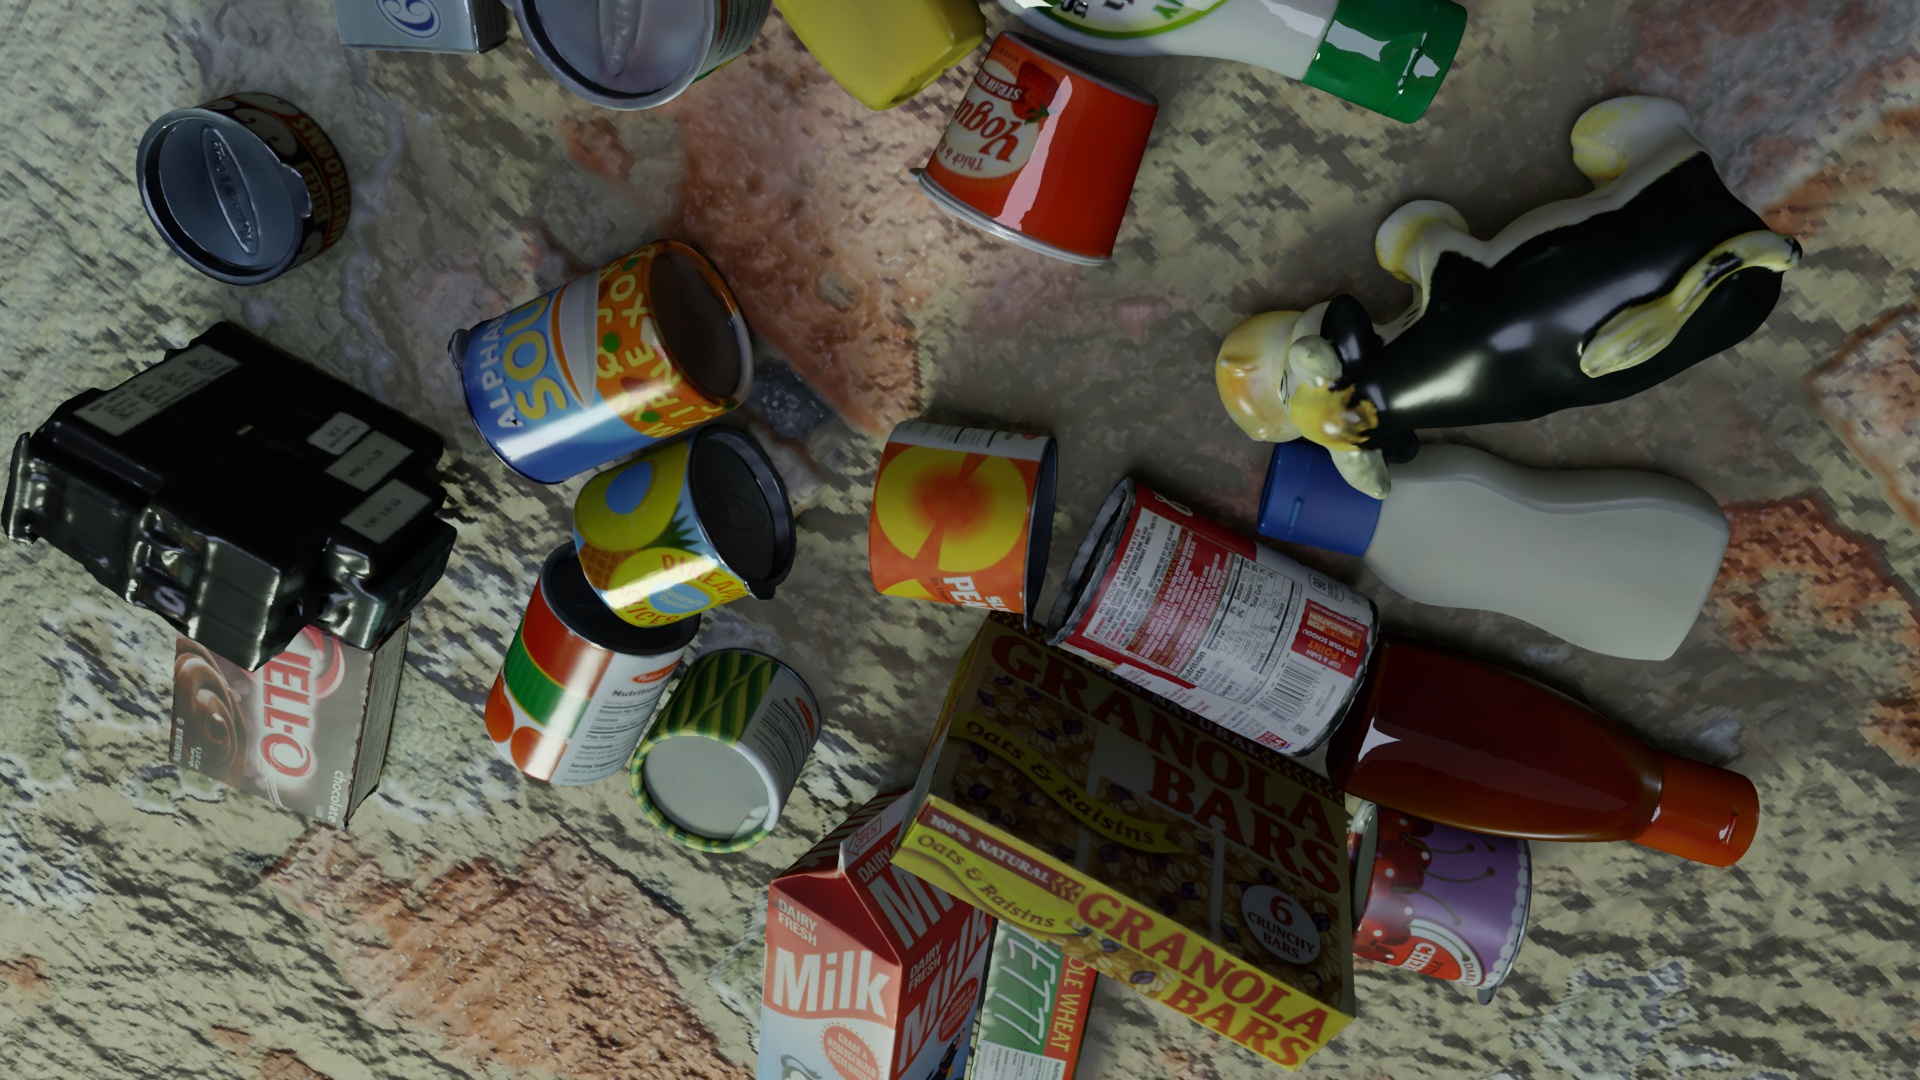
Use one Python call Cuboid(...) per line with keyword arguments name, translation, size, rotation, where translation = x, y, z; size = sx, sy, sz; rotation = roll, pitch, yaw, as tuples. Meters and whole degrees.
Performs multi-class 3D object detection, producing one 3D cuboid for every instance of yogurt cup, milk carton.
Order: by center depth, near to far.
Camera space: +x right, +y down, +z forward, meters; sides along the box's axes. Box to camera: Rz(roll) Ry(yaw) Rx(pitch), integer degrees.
Cuboid(name="yogurt cup", translation=(0.027, -0.126, 0.442), size=(0.072, 0.073, 0.053), rotation=(24, 113, -1))
Cuboid(name="milk carton", translation=(-0.037, 0.186, 0.611), size=(0.073, 0.073, 0.189), rotation=(25, 124, 26))

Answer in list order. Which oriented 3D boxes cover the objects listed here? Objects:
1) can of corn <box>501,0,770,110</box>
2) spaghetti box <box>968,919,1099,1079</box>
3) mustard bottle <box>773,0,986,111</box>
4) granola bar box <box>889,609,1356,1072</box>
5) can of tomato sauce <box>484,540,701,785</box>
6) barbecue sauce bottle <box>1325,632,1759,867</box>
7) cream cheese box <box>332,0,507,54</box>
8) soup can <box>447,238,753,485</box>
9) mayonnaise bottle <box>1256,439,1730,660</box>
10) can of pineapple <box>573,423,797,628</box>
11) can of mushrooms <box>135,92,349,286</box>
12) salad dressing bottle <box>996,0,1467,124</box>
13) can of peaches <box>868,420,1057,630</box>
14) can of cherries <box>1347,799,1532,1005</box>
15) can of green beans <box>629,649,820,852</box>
Cuboid(name="can of corn", translation=(-0.102, -0.178, 0.444), size=(0.071, 0.058, 0.070), rotation=(6, 120, 10))
Cuboid(name="spaghetti box", translation=(0.037, 0.208, 0.642), size=(0.050, 0.029, 0.248), rotation=(12, 120, 6))
Cuboid(name="mustard bottle", translation=(-0.056, -0.206, 0.418), size=(0.048, 0.065, 0.160), rotation=(-34, 99, 22))
Cuboid(name="granola bar box", translation=(0.066, 0.107, 0.524), size=(0.165, 0.125, 0.039), rotation=(29, 121, -4))
Cuboid(name="can of tomato sauce", translation=(-0.155, 0.050, 0.578), size=(0.071, 0.071, 0.082), rotation=(30, 121, -4))
Cuboid(name="barbecue sauce bottle", translation=(0.218, 0.084, 0.522), size=(0.148, 0.044, 0.064), rotation=(17, 96, 2))
Cuboid(name="cream cheese box", translation=(-0.186, -0.217, 0.461), size=(0.053, 0.024, 0.103), rotation=(7, 120, 10))
Cuboid(name="soup can", translation=(-0.129, -0.066, 0.506), size=(0.083, 0.072, 0.071), rotation=(-20, 112, 21))
Cuboid(name="mayonnaise bottle", translation=(0.181, -0.004, 0.487), size=(0.148, 0.041, 0.064), rotation=(13, 119, 7))
Cuboid(name="can of pineapple", translation=(-0.106, -0.003, 0.535), size=(0.058, 0.071, 0.071), rotation=(-20, 112, 23))
Cuboid(name="can of mushrooms", translation=(-0.266, -0.132, 0.521), size=(0.071, 0.034, 0.070), rotation=(6, 119, 10))
Cuboid(name="salad dressing bottle", translation=(0.075, -0.169, 0.417), size=(0.148, 0.044, 0.064), rotation=(21, 116, 0))
Cuboid(name="can of peaches", translation=(0.002, -0.006, 0.509), size=(0.058, 0.071, 0.071), rotation=(8, 120, 9))
Cuboid(name="can of cherries", translation=(0.184, 0.139, 0.547), size=(0.058, 0.072, 0.071), rotation=(14, 121, 5))
Cuboid(name="can of green beans", translation=(-0.100, 0.090, 0.591), size=(0.071, 0.058, 0.071), rotation=(6, 120, 10))
